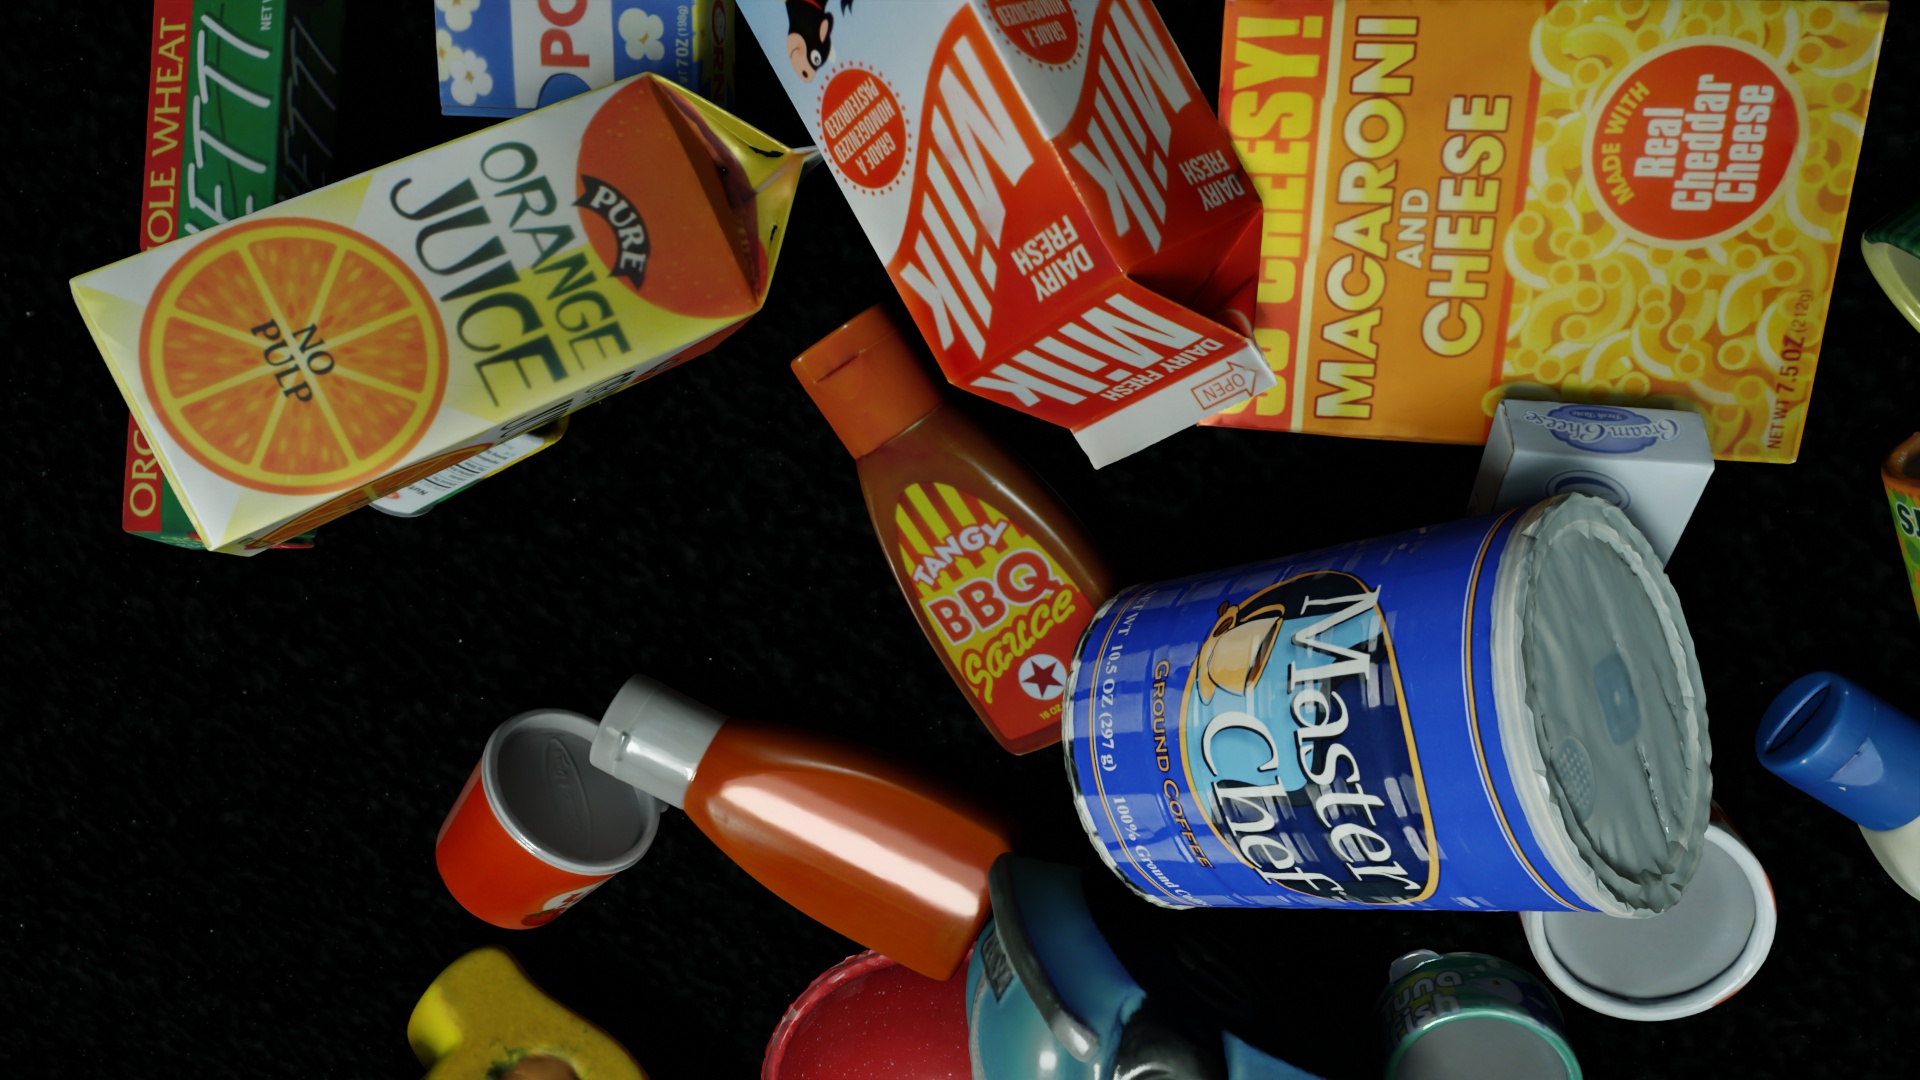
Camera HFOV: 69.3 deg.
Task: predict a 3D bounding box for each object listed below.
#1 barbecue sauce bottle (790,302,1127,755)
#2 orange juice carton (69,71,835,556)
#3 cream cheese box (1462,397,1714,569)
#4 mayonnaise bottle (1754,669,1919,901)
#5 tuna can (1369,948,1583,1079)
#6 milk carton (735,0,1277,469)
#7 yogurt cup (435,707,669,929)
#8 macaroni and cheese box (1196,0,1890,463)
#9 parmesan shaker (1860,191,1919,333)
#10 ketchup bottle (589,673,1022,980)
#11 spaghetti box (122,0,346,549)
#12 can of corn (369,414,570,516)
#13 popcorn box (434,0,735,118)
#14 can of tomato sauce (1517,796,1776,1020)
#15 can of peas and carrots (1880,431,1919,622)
[{"bbox_3d":[0.002,-0.006,0.450,0.064,0.044,0.148,-31,98,21],"label":"barbecue sauce bottle"},{"bbox_3d":[-0.126,-0.070,0.390,0.193,0.071,0.073,-28,97,-19],"label":"orange juice carton"},{"bbox_3d":[0.175,0.005,0.407,0.053,0.024,0.103,4,137,8],"label":"cream cheese box"},{"bbox_3d":[0.317,0.092,0.421,0.148,0.041,0.064,31,111,0],"label":"mayonnaise bottle"},{"bbox_3d":[0.175,0.177,0.476,0.071,0.033,0.071,3,107,9],"label":"tuna can"},{"bbox_3d":[0.014,-0.113,0.378,0.072,0.074,0.190,-26,94,48],"label":"milk carton"},{"bbox_3d":[-0.151,0.102,0.499,0.072,0.073,0.053,43,117,-4],"label":"yogurt cup"},{"bbox_3d":[0.156,-0.090,0.399,0.166,0.040,0.123,4,107,9],"label":"macaroni and cheese box"},{"bbox_3d":[0.305,-0.088,0.359,0.103,0.071,0.071,-42,95,19],"label":"parmesan shaker"},{"bbox_3d":[-0.056,0.095,0.489,0.149,0.043,0.064,26,103,3],"label":"ketchup bottle"},{"bbox_3d":[-0.218,-0.122,0.424,0.050,0.029,0.250,2,88,15],"label":"spaghetti box"},{"bbox_3d":[-0.172,-0.051,0.459,0.058,0.071,0.071,-25,100,15],"label":"can of corn"},{"bbox_3d":[-0.114,-0.193,0.420,0.085,0.038,0.126,5,106,8],"label":"popcorn box"},{"bbox_3d":[0.197,0.091,0.420,0.071,0.083,0.071,3,107,10],"label":"can of tomato sauce"},{"bbox_3d":[0.297,-0.001,0.383,0.071,0.071,0.058,-19,101,15],"label":"can of peas and carrots"}]
